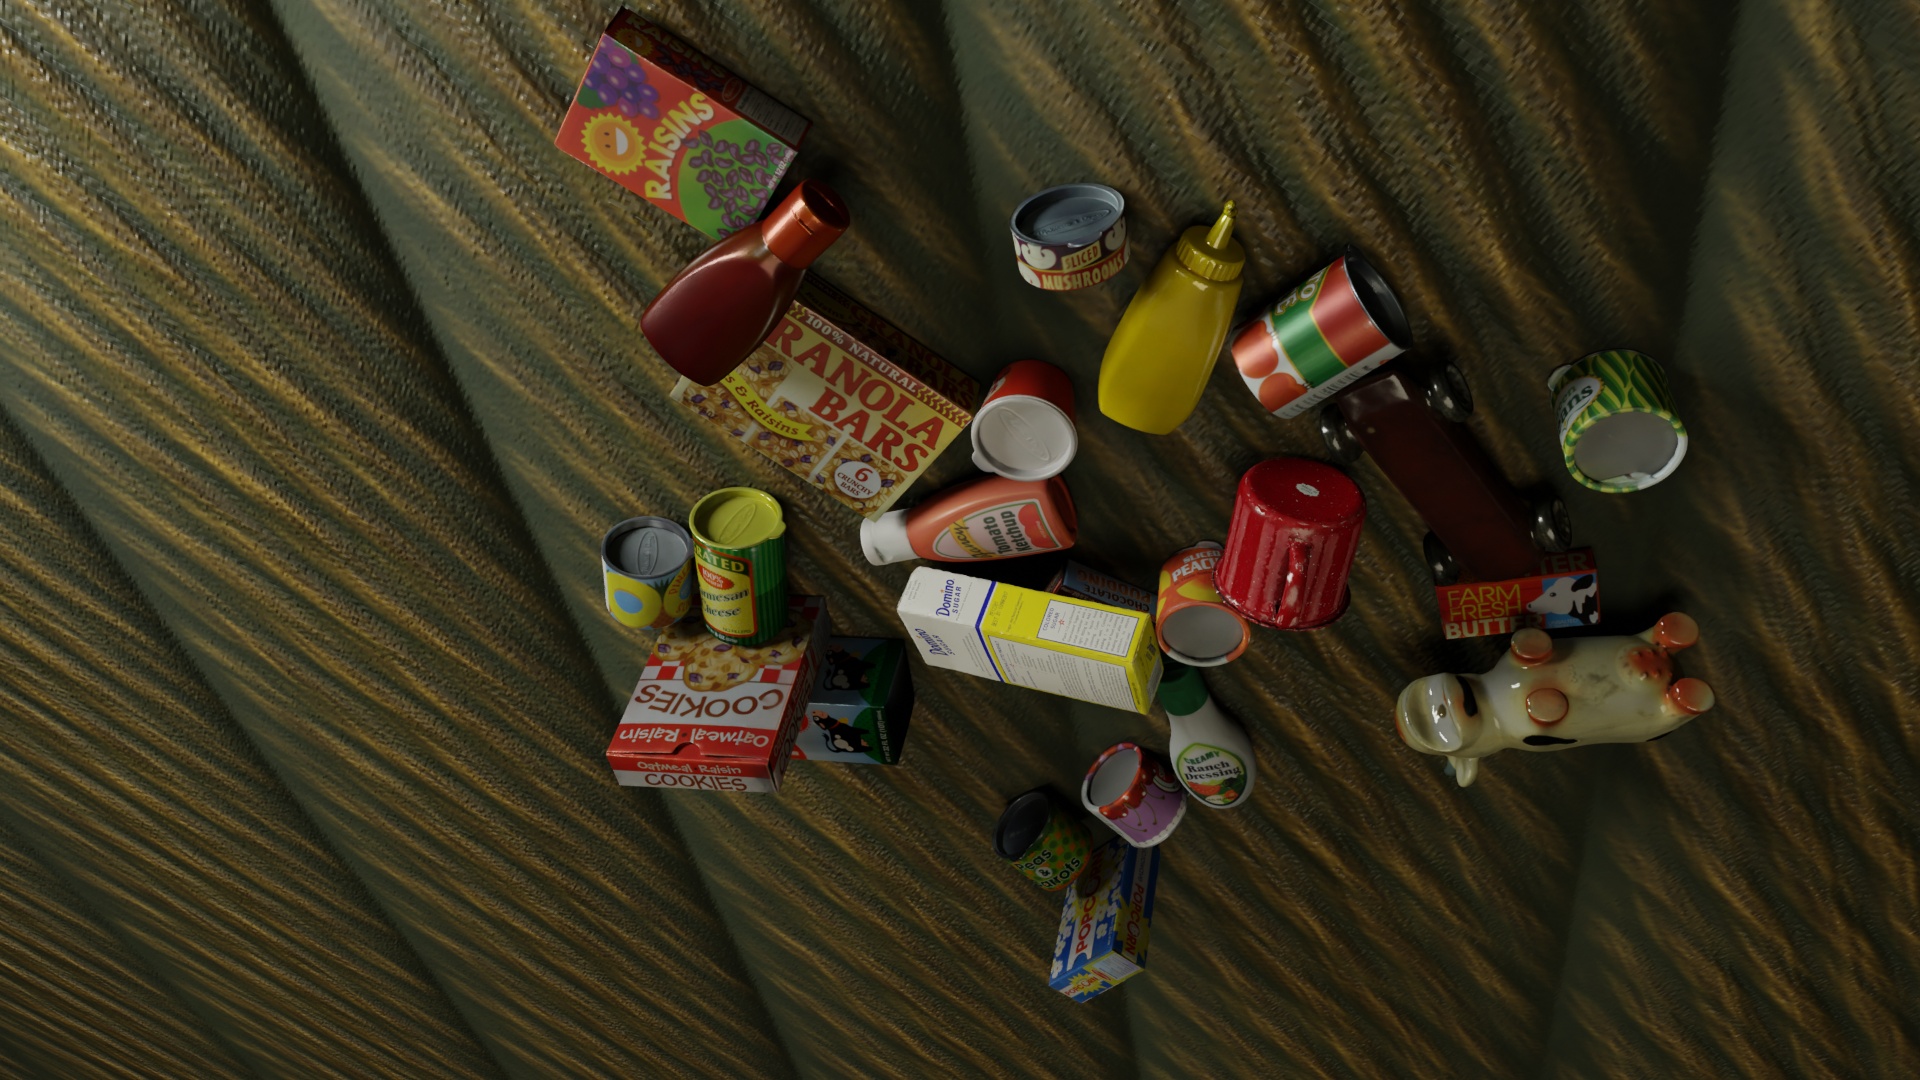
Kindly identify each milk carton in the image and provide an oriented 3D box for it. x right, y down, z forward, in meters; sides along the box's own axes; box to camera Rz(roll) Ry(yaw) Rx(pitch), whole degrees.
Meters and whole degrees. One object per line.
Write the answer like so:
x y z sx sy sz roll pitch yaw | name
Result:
-0.140 0.124 1.108 0.190 0.074 0.072 2 132 12 | milk carton

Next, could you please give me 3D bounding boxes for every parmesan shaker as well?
-0.159 0.021 1.023 0.071 0.072 0.102 8 132 6 | parmesan shaker

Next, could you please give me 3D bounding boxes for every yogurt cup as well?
0.044 -0.080 0.897 0.072 0.054 0.072 6 132 7 | yogurt cup

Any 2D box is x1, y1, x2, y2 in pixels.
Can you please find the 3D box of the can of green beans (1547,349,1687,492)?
0.391 -0.070 0.827 0.071 0.058 0.071 6 132 7 | can of green beans

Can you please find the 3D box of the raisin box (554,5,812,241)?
-0.162 -0.238 0.811 0.123 0.040 0.085 29 132 -15 | raisin box

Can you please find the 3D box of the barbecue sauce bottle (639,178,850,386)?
-0.125 -0.154 0.823 0.065 0.044 0.148 44 126 -16 | barbecue sauce bottle

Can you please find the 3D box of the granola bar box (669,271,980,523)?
-0.089 -0.099 0.919 0.165 0.039 0.123 32 129 -16 | granola bar box

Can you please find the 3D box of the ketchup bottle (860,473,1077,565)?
0.003 -0.012 0.975 0.148 0.044 0.064 -10 133 21 | ketchup bottle

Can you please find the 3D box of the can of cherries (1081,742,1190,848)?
0.142 0.204 1.125 0.058 0.072 0.071 41 127 -22 | can of cherries

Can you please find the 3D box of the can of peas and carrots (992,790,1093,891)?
0.071 0.258 1.184 0.070 0.071 0.058 -32 119 34 | can of peas and carrots

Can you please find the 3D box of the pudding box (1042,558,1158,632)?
0.102 0.052 1.020 0.084 0.030 0.049 23 133 -8 | pudding box

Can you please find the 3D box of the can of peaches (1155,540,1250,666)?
0.172 0.045 0.979 0.071 0.058 0.070 6 133 7 | can of peaches

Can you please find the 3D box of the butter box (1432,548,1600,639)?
0.380 0.037 0.949 0.103 0.024 0.053 -8 130 19 | butter box

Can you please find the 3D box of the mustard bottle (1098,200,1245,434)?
0.134 -0.136 0.830 0.065 0.049 0.159 20 132 -4 | mustard bottle

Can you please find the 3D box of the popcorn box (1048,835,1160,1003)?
0.125 0.321 1.191 0.038 0.127 0.085 36 129 -14 | popcorn box

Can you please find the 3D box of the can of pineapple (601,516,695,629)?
-0.233 0.025 1.044 0.071 0.071 0.057 11 133 2 | can of pineapple

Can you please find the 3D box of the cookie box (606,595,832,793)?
-0.176 0.110 1.039 0.123 0.168 0.040 0 131 12 | cookie box

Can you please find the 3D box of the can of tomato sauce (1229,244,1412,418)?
0.210 -0.121 0.817 0.071 0.071 0.082 41 128 -23 | can of tomato sauce

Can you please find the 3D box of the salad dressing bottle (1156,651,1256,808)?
0.185 0.146 1.077 0.064 0.044 0.147 -12 128 23 | salad dressing bottle

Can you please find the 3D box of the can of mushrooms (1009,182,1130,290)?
0.064 -0.173 0.797 0.071 0.071 0.033 -2 133 14 | can of mushrooms
